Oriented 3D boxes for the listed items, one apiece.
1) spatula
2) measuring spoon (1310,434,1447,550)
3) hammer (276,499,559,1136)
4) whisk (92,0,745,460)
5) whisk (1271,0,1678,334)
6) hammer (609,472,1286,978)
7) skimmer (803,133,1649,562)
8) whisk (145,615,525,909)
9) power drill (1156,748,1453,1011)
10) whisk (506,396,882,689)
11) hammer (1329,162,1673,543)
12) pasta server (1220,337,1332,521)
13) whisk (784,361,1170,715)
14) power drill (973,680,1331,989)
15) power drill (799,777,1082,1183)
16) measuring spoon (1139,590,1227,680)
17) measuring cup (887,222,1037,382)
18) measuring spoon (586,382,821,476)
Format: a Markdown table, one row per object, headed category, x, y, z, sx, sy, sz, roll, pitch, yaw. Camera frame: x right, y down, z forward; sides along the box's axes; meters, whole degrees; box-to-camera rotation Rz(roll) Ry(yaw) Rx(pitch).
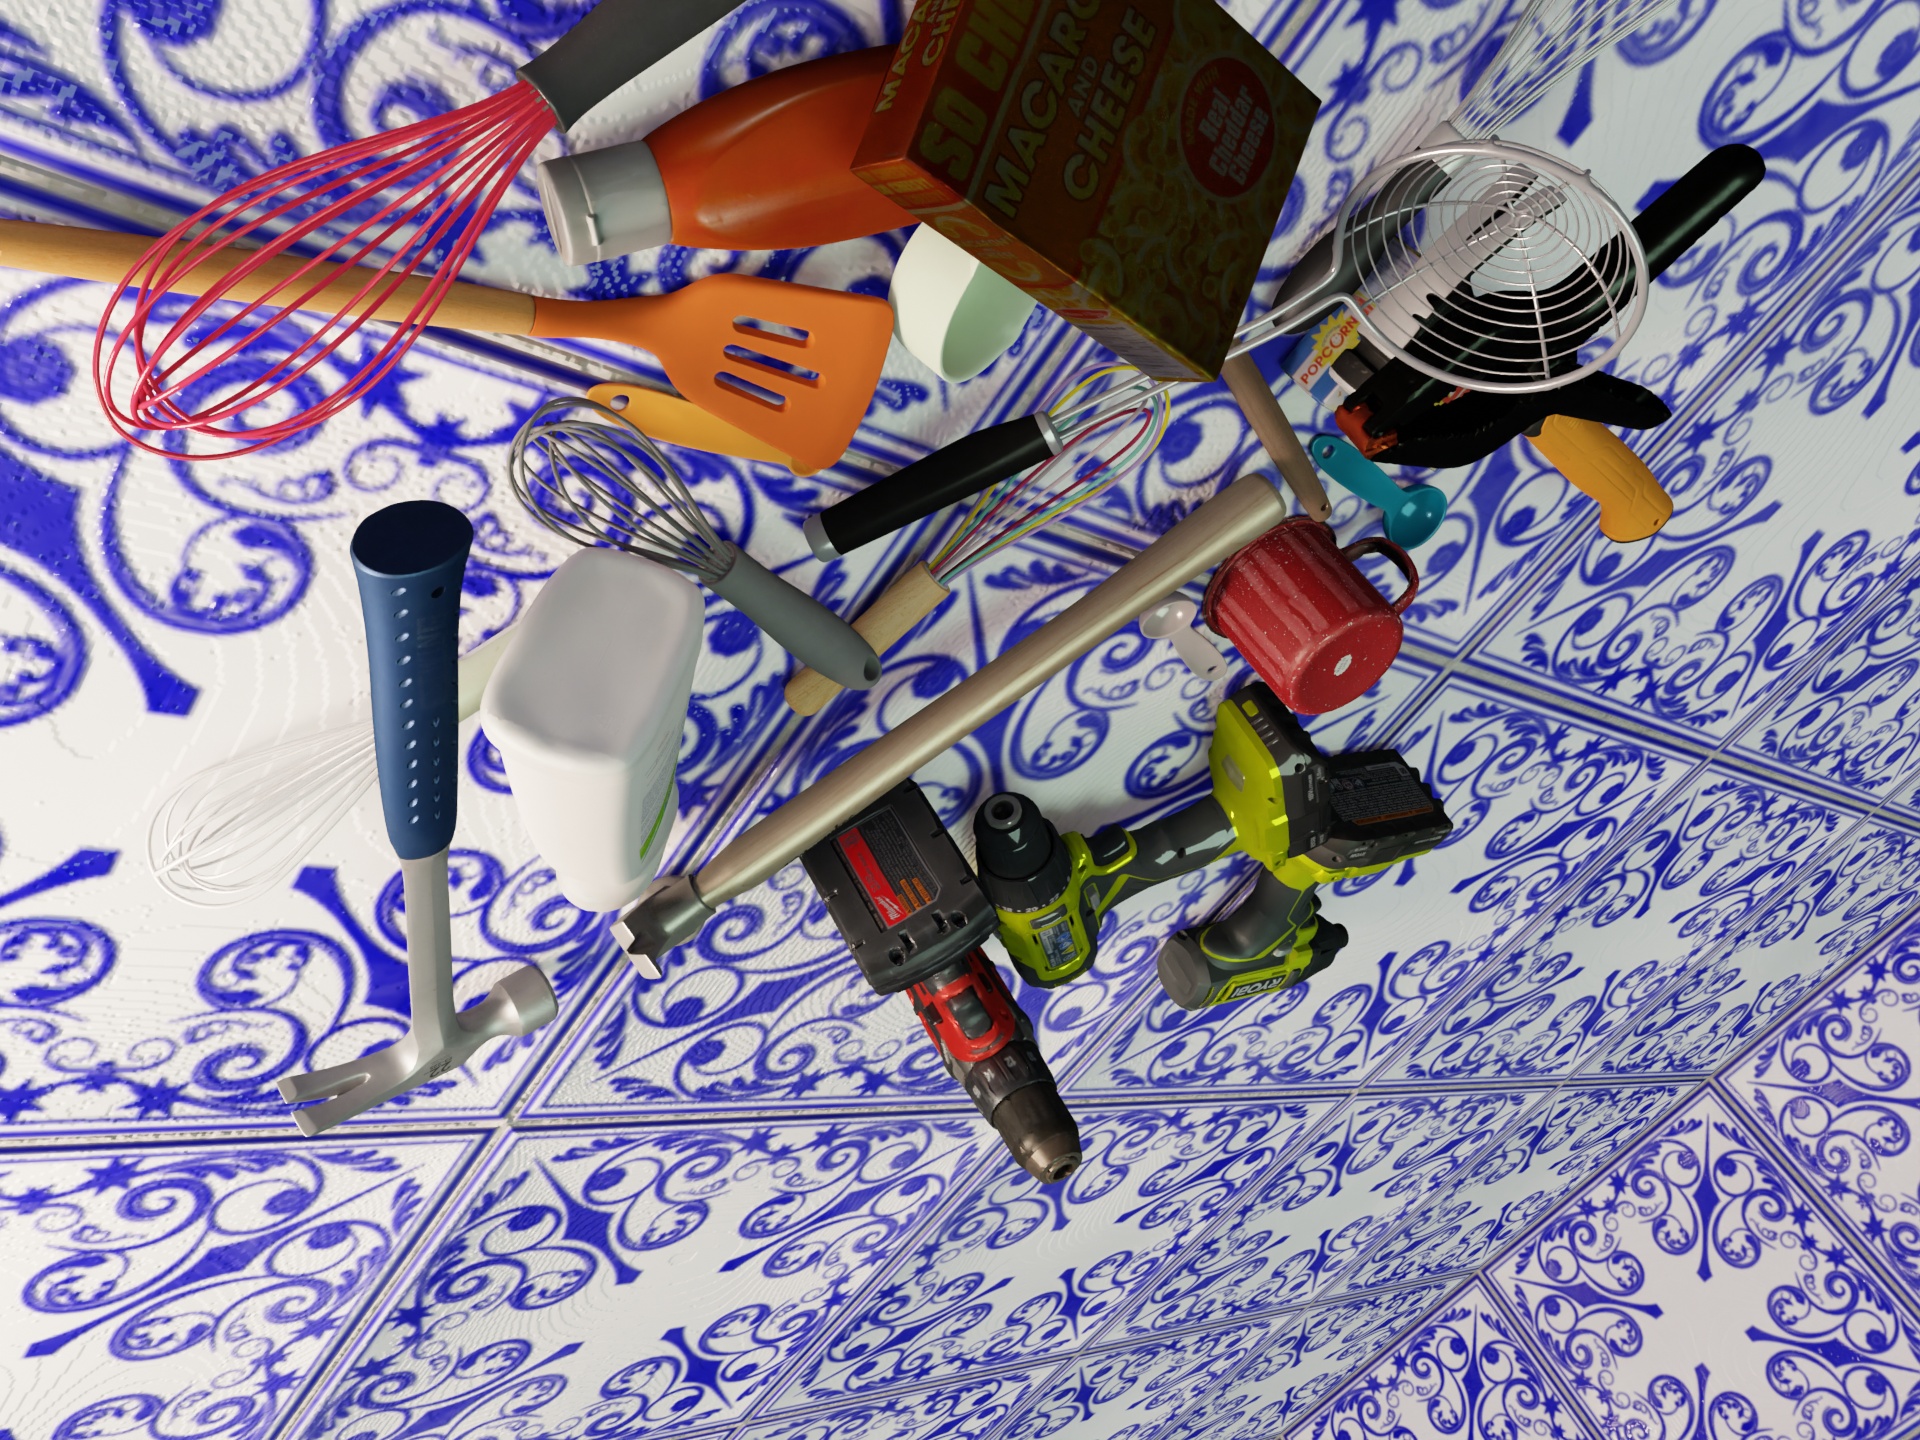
| category | x | y | z | sx | sy | sz | roll | pitch | yaw |
| --- | --- | --- | --- | --- | --- | --- | --- | --- | --- |
| spatula | -0.176 | -0.144 | 0.570 | 0.322 | 0.041 | 0.081 | -1 | 133 | -35 |
| measuring spoon | 0.236 | -0.138 | 0.917 | 0.128 | 0.021 | 0.042 | 24 | 110 | -39 |
| hammer | -0.240 | 0.062 | 0.698 | 0.144 | 0.035 | 0.405 | -26 | 154 | -32 |
| whisk | -0.149 | -0.186 | 0.507 | 0.296 | 0.073 | 0.073 | -42 | 145 | -8 |
| whisk | 0.245 | -0.284 | 0.720 | 0.070 | 0.070 | 0.284 | 15 | 128 | -46 |
| hammer | -0.001 | -0.003 | 0.823 | 0.410 | 0.038 | 0.146 | -35 | -177 | -4 |
| skimmer | 0.098 | -0.134 | 0.682 | 0.363 | 0.090 | 0.127 | -24 | 134 | 11 |
| whisk | -0.241 | 0.001 | 0.690 | 0.246 | 0.059 | 0.058 | -34 | -179 | -6 |
| power drill | 0.262 | 0.125 | 1.191 | 0.171 | 0.080 | 0.223 | -7 | 140 | -31 |
| whisk | -0.106 | -0.065 | 0.696 | 0.055 | 0.055 | 0.238 | -41 | 140 | 11 |
| hammer | 0.325 | -0.169 | 0.861 | 0.336 | 0.034 | 0.127 | 19 | 120 | -48 |
| pasta server | 0.139 | -0.173 | 0.779 | 0.060 | 0.040 | 0.316 | -48 | 144 | 2 |
| whisk | 0.007 | -0.082 | 0.781 | 0.245 | 0.051 | 0.047 | -41 | 149 | 15 |
| power drill | 0.116 | 0.069 | 1.011 | 0.228 | 0.080 | 0.190 | -26 | 144 | -5 |
| power drill | -0.001 | 0.160 | 0.937 | 0.080 | 0.188 | 0.226 | -30 | 140 | -5 |
| measuring spoon | 0.134 | -0.050 | 0.942 | 0.034 | 0.018 | 0.124 | -30 | 152 | 14 |
| measuring cup | 0.028 | -0.216 | 0.649 | 0.167 | 0.038 | 0.083 | -55 | 166 | -1 |
| measuring spoon | -0.106 | -0.125 | 0.675 | 0.116 | 0.011 | 0.021 | 10 | 126 | -39 |
